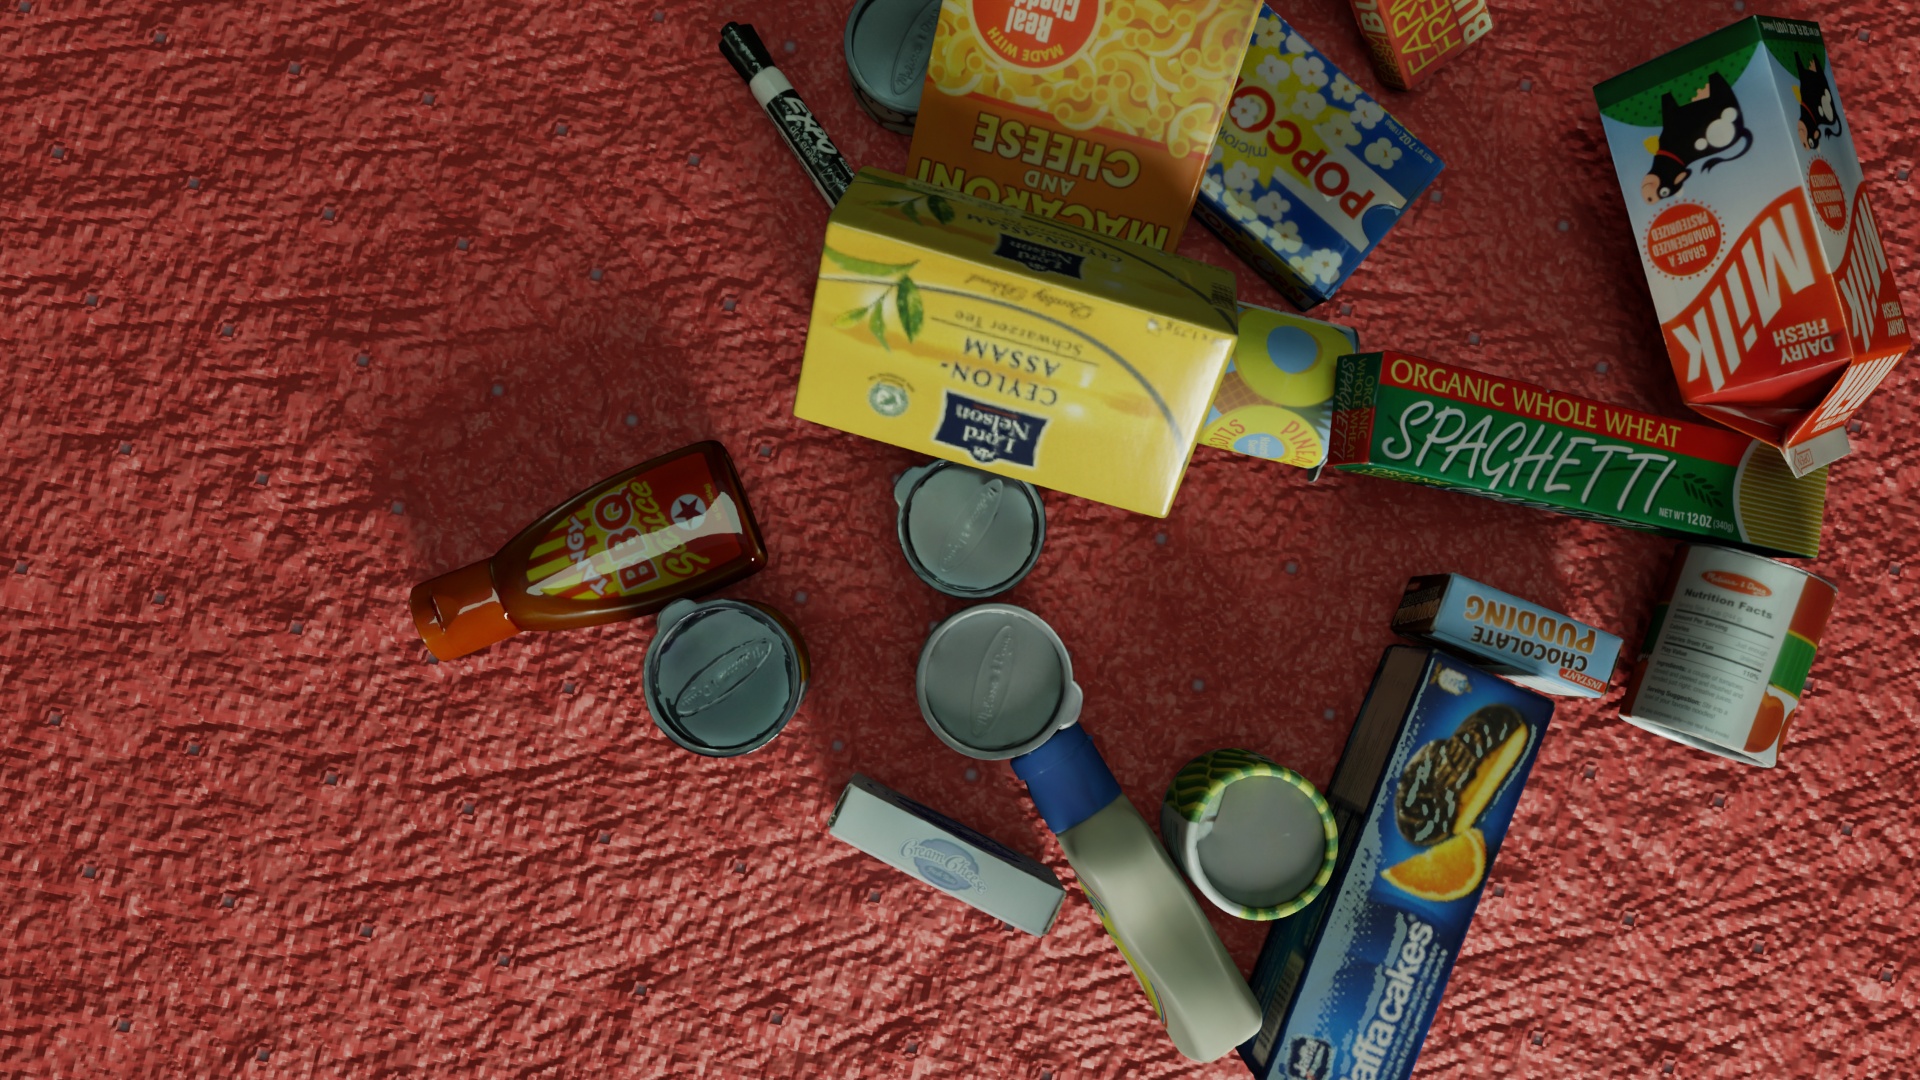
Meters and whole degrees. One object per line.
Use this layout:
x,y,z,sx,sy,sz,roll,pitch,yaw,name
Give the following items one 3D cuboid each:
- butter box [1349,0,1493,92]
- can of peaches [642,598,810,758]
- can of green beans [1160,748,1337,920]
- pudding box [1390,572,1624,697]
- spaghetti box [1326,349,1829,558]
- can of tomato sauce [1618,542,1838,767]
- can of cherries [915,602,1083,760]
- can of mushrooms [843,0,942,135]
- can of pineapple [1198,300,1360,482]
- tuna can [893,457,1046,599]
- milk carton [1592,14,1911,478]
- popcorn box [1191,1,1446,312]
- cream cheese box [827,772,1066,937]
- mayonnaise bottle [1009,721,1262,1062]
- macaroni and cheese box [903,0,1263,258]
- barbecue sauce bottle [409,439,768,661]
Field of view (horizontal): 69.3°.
0.199,-0.261,0.624,0.053,0.024,0.103,-37,122,-4,butter box
-0.101,0.056,0.605,0.071,0.058,0.071,0,88,-1,can of peaches
0.126,0.127,0.610,0.071,0.058,0.071,0,87,-2,can of green beans
0.244,0.043,0.623,0.084,0.049,0.030,21,86,-1,pudding box
0.274,-0.035,0.604,0.250,0.028,0.050,9,87,-19,spaghetti box
0.341,0.051,0.620,0.071,0.071,0.083,21,87,-1,can of tomato sauce
0.016,0.062,0.609,0.071,0.058,0.071,0,86,-2,can of cherries
-0.017,-0.220,0.634,0.071,0.033,0.071,0,87,-2,can of mushrooms
0.137,-0.067,0.616,0.058,0.071,0.071,13,87,-1,can of pineapple
0.002,-0.008,0.625,0.071,0.033,0.071,0,87,-2,tuna can
0.353,-0.124,0.611,0.072,0.073,0.190,-14,88,-38,milk carton
0.143,-0.178,0.636,0.127,0.038,0.085,42,85,0,popcorn box
-0.007,0.136,0.607,0.104,0.053,0.024,27,85,-1,cream cheese box
0.075,0.151,0.607,0.041,0.064,0.148,-32,85,-5,mayonnaise bottle
0.047,-0.183,0.588,0.124,0.040,0.165,16,124,0,macaroni and cheese box
-0.164,0.010,0.612,0.149,0.043,0.065,-22,84,-3,barbecue sauce bottle
